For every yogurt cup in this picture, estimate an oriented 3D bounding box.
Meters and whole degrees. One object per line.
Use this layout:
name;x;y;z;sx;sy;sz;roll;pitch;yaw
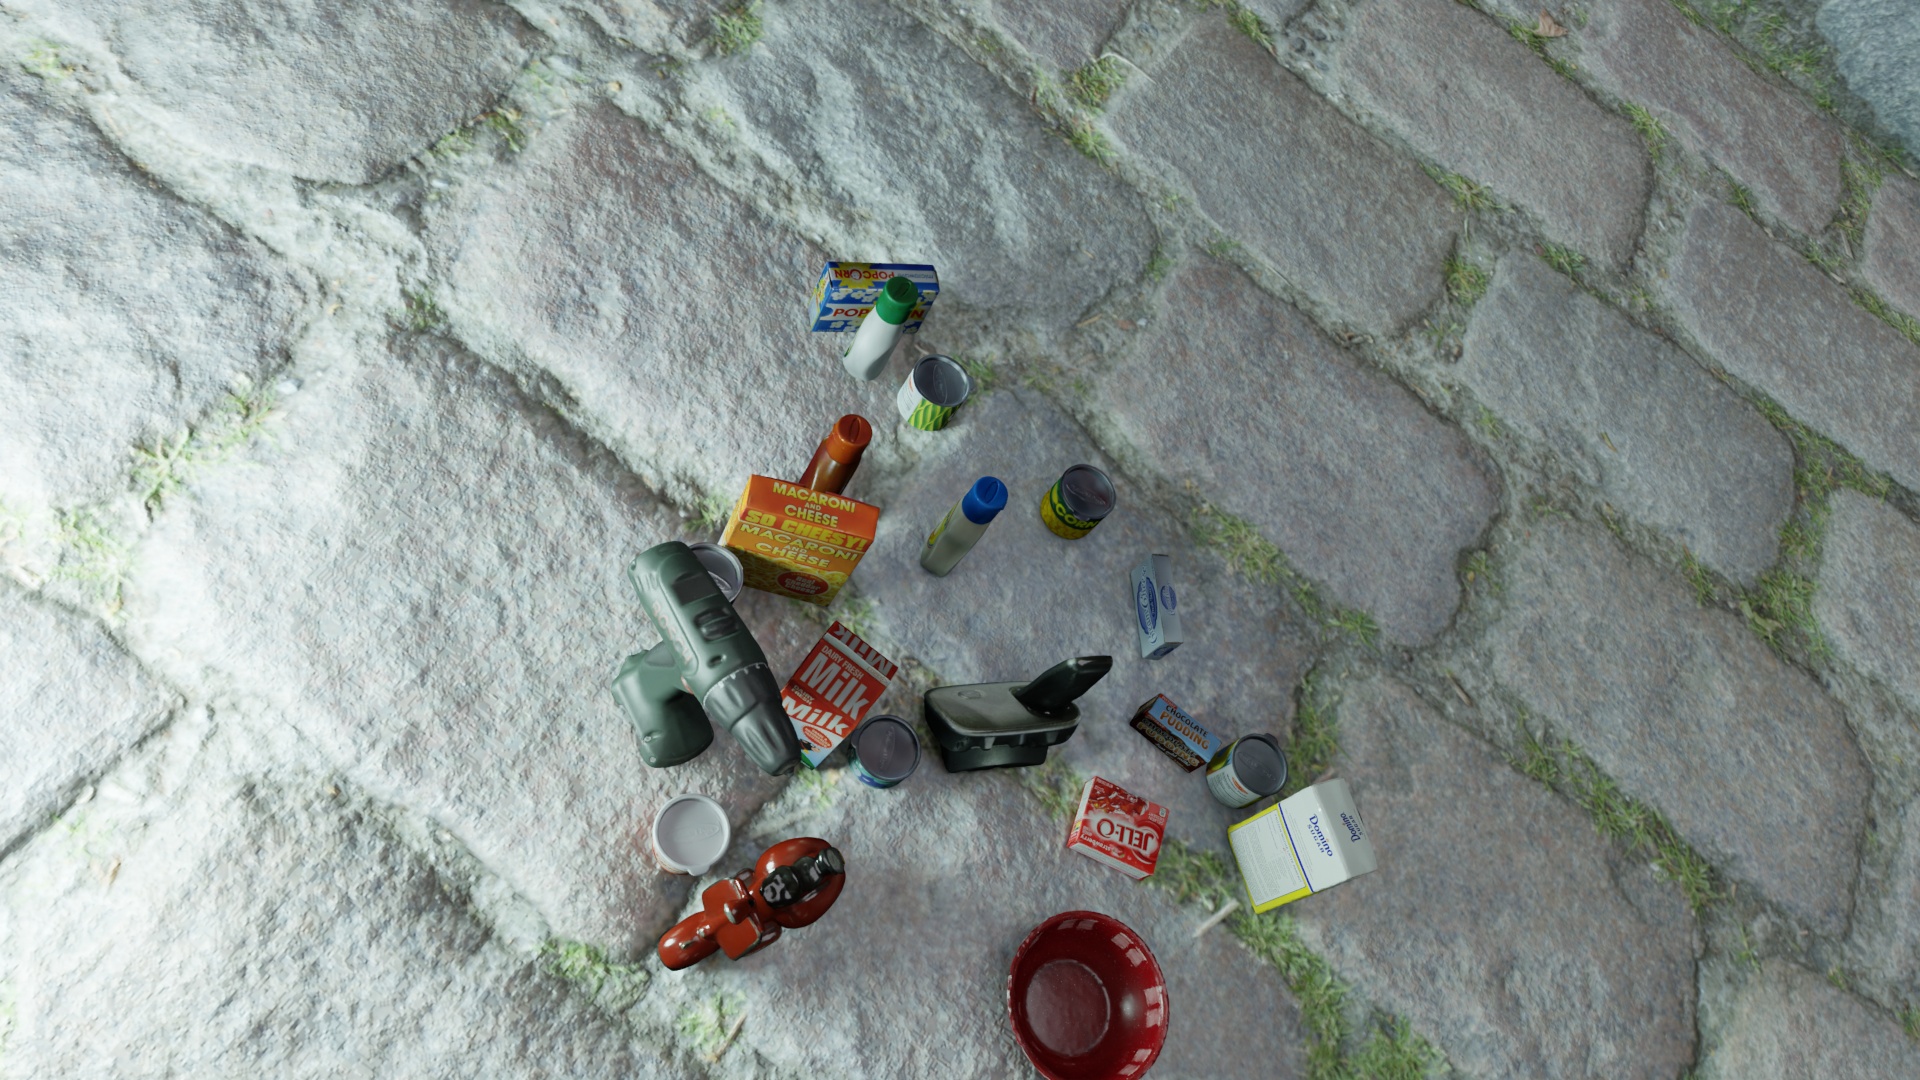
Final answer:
yogurt cup;-0.240;0.262;1.223;0.072;0.053;0.072;9;62;-18

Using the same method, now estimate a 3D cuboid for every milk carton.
milk carton;-0.118;0.136;1.254;0.072;0.189;0.074;37;58;-2

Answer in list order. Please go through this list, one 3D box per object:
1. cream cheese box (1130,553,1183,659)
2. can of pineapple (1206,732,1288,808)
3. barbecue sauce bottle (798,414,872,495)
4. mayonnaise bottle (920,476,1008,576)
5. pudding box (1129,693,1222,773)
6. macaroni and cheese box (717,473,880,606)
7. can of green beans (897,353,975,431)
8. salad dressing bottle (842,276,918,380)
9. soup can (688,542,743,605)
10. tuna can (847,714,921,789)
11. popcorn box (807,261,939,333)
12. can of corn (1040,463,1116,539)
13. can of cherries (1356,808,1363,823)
cream cheese box;0.211;0.072;1.500;0.024;0.053;0.104;4;64;-20
can of pineapple;0.300;0.240;1.450;0.071;0.057;0.071;9;62;-18
barbecue sauce bottle;-0.126;-0.075;1.380;0.044;0.148;0.065;18;60;-13
mayonnaise bottle;0.005;-0.018;1.405;0.041;0.147;0.065;30;58;-6
pudding box;0.224;0.200;1.444;0.084;0.049;0.030;39;58;0
macaroni and cheese box;-0.160;0.002;1.318;0.124;0.165;0.040;15;61;-15
can of green beans;-0.030;-0.160;1.515;0.071;0.057;0.071;9;62;-18
salad dressing bottle;-0.083;-0.224;1.472;0.044;0.147;0.064;39;58;-1
soup can;-0.246;0.050;1.308;0.071;0.083;0.071;9;63;-18
tuna can;-0.076;0.202;1.332;0.071;0.032;0.071;9;62;-18
popcorn box;-0.096;-0.266;1.524;0.127;0.085;0.038;-3;67;-23
can of corn;0.127;-0.039;1.518;0.071;0.058;0.071;9;62;-18
can of cherries;0.375;0.301;1.450;0.071;0.058;0.072;9;62;-18
